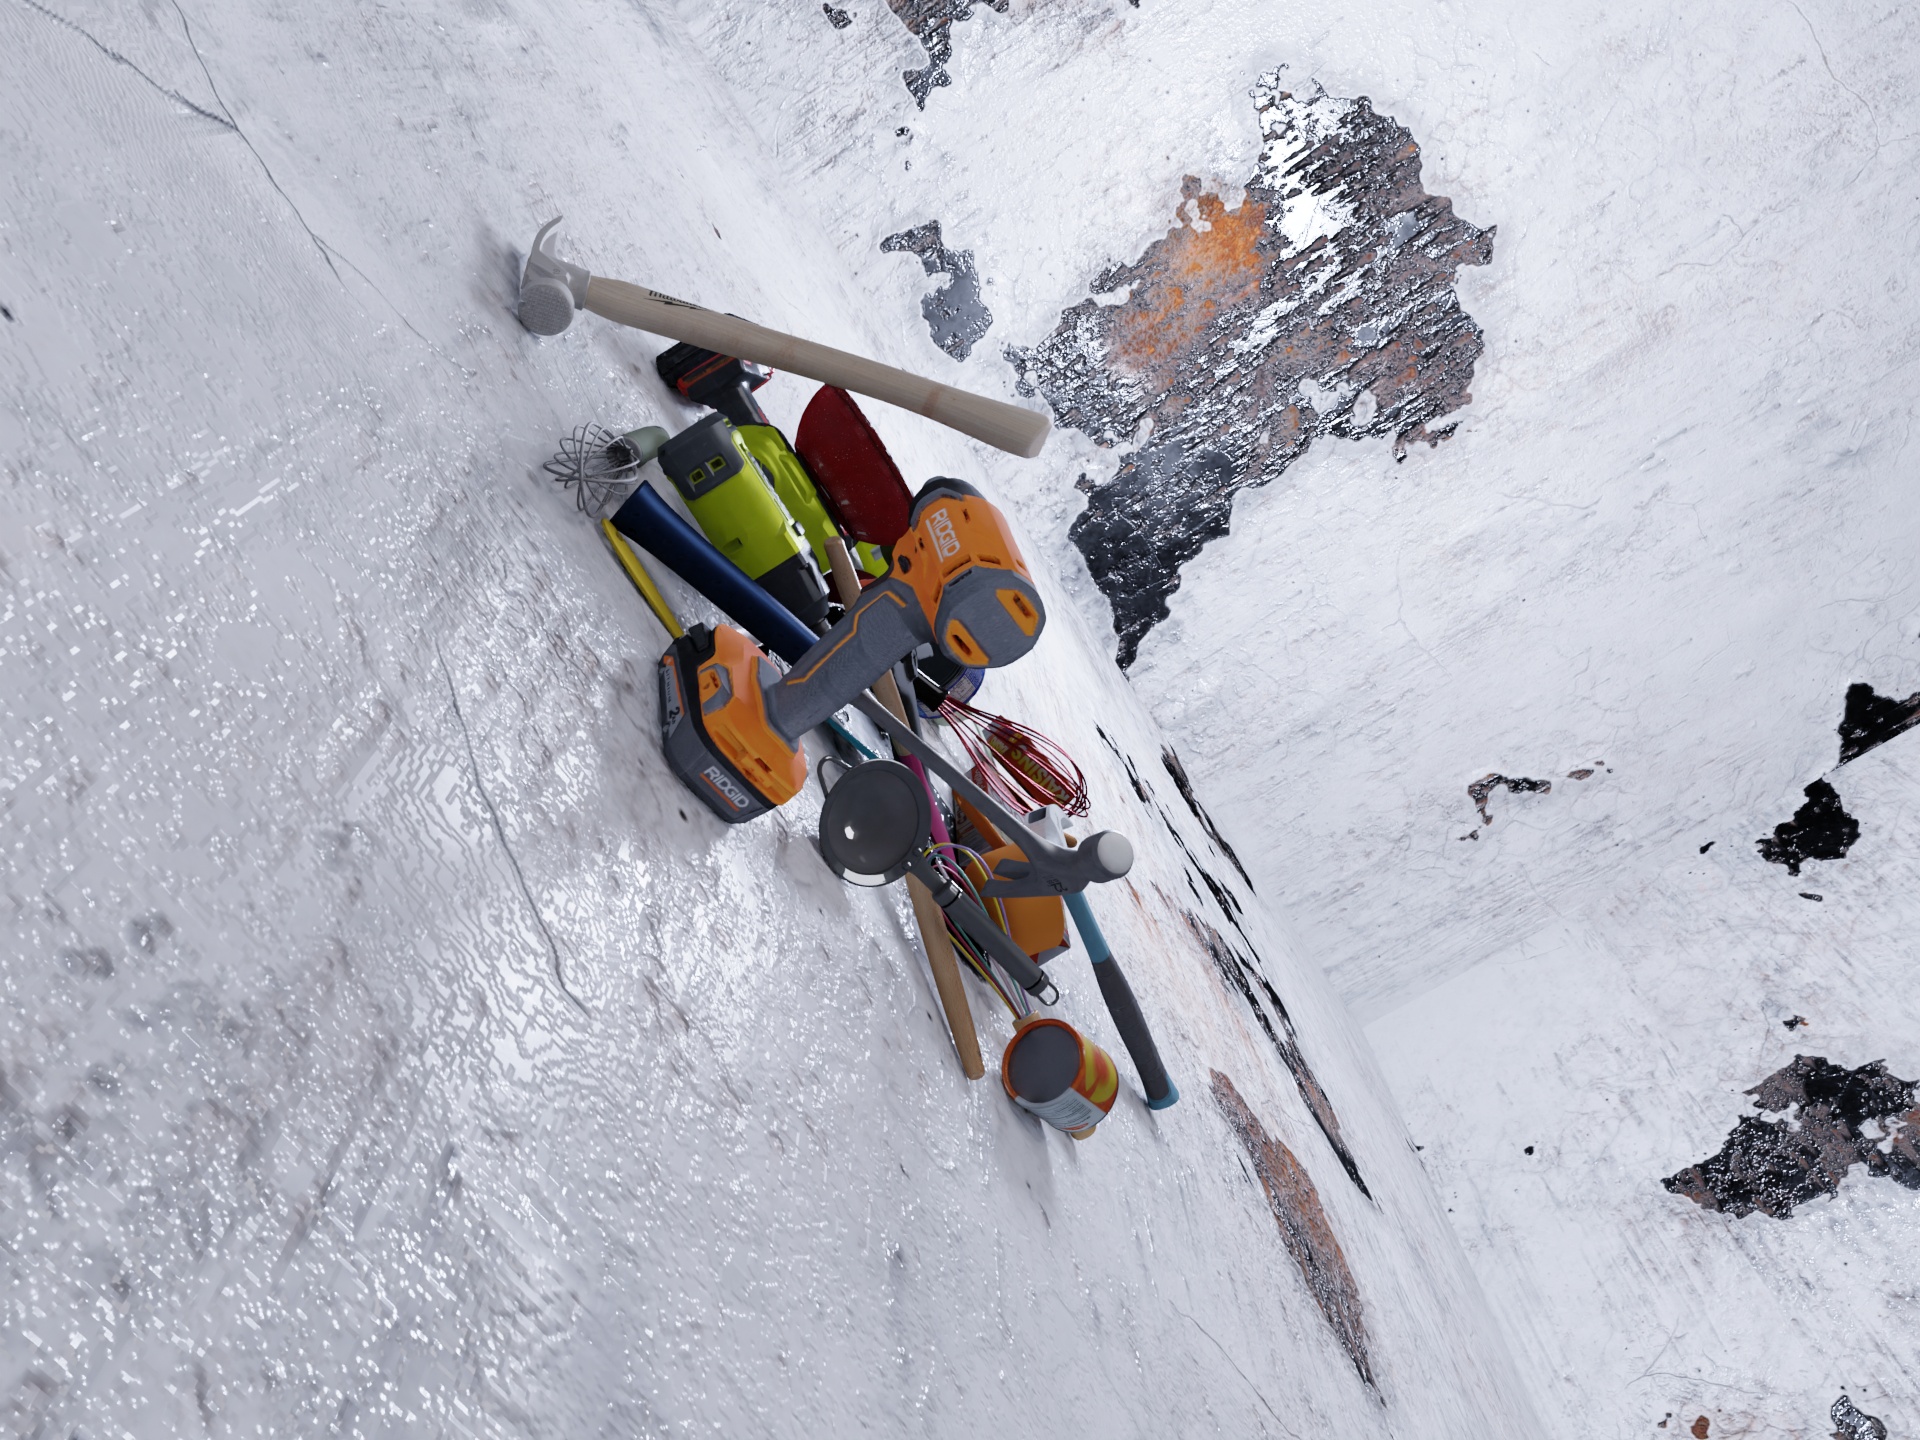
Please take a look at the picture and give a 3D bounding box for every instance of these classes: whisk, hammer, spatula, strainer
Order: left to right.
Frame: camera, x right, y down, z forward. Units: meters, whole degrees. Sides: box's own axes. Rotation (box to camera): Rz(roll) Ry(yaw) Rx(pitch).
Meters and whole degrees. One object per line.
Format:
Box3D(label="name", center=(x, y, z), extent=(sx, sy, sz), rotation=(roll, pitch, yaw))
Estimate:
Box3D(label="whisk", center=(-0.227, -0.177, 1.068), extent=(0.246, 0.058, 0.059), rotation=(-88, 179, -75))
Box3D(label="hammer", center=(-0.123, -0.281, 1.207), extent=(0.410, 0.038, 0.146), rotation=(14, 34, -19))
Box3D(label="hammer", center=(-0.069, -0.011, 1.072), extent=(0.405, 0.144, 0.035), rotation=(41, 59, -14))
Box3D(label="spatula", center=(-0.040, 0.114, 1.136), extent=(0.082, 0.044, 0.318), rotation=(45, 22, -54))
Box3D(label="strainer", center=(-0.017, 0.113, 1.085), extent=(0.258, 0.087, 0.050), rotation=(46, -19, -20))
Box3D(label="whisk", center=(-0.002, -0.004, 1.399), extent=(0.295, 0.073, 0.073), rotation=(38, 15, -9))
Box3D(label="whisk", center=(0.034, 0.203, 1.184), extent=(0.047, 0.051, 0.245), rotation=(-28, 91, -48))
Box3D(label="spatula", center=(0.087, 0.109, 1.640), extent=(0.081, 0.041, 0.322), rotation=(44, 5, 17))
Box3D(label="hammer", center=(0.126, 0.214, 1.388), extent=(0.128, 0.033, 0.330), rotation=(-93, 160, -64))

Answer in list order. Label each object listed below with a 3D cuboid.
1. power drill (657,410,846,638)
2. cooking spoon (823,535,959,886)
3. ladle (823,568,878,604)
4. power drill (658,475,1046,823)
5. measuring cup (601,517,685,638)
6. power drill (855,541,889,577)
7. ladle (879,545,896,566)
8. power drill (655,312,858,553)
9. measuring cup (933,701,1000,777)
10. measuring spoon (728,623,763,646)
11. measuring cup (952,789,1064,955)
Box3D(label="power drill", center=(-0.143, -0.143, 1.167), extent=(0.171, 0.080, 0.223), rotation=(58, 5, -12))
Box3D(label="cooking spoon", center=(-0.047, 0.002, 1.186), extent=(0.069, 0.017, 0.318), rotation=(-124, -167, -56))
Box3D(label="ladle", center=(-0.044, -0.122, 1.517), extent=(0.069, 0.031, 0.315), rotation=(18, 9, 24))
Box3D(label="power drill", center=(-0.066, -0.054, 0.938), extent=(0.084, 0.226, 0.164), rotation=(50, 14, -36))
Box3D(label="measuring cup", center=(-0.175, -0.069, 1.019), extent=(0.156, 0.029, 0.062), rotation=(57, 11, -14))
Box3D(label="power drill", center=(-0.032, -0.133, 1.690), extent=(0.191, 0.080, 0.228), rotation=(66, 15, 17))
Box3D(label="ladle", center=(-0.087, -0.212, 1.553), extent=(0.320, 0.062, 0.078), rotation=(48, -12, 55))
Box3D(label="power drill", center=(-0.163, -0.238, 1.416), extent=(0.226, 0.080, 0.188), rotation=(60, 11, -3))
Box3D(label="measuring cup", center=(-0.001, 0.008, 1.561), extent=(0.083, 0.038, 0.167), rotation=(-92, 159, -69))
Box3D(label="measuring spoon", center=(-0.152, -0.059, 1.147), extent=(0.034, 0.018, 0.124), rotation=(59, 18, 3))
Box3D(label="measuring cup", center=(0.017, 0.117, 1.262), extent=(0.174, 0.052, 0.095), rotation=(52, -30, 38))
